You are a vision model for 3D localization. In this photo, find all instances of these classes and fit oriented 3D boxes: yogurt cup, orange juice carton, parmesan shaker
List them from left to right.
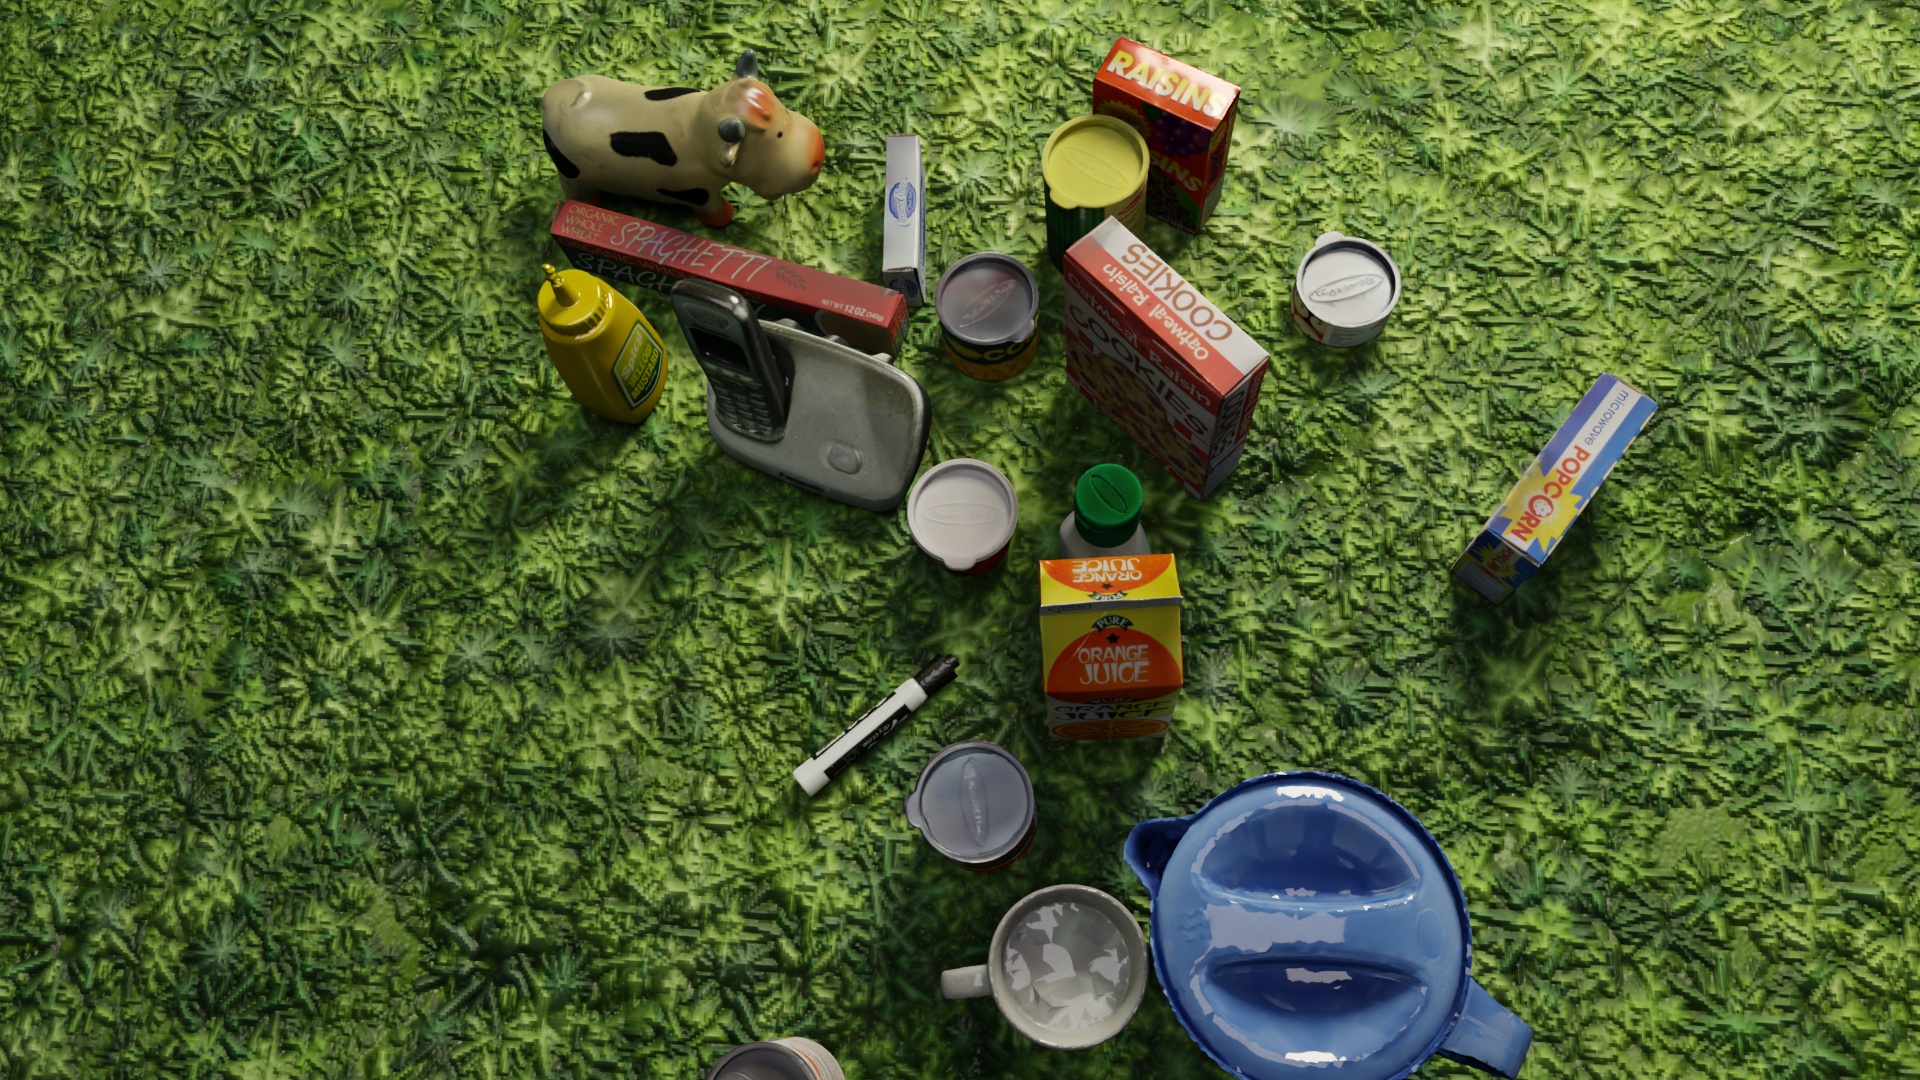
[{"bbox_3d":[0.003,-0.011,0.866,0.072,0.053,0.072,-1,72,4],"label":"yogurt cup"},{"bbox_3d":[0.085,-0.216,0.901,0.071,0.102,0.071,-1,72,4],"label":"parmesan shaker"},{"bbox_3d":[0.081,0.058,0.763,0.072,0.192,0.073,-3,72,4],"label":"orange juice carton"}]

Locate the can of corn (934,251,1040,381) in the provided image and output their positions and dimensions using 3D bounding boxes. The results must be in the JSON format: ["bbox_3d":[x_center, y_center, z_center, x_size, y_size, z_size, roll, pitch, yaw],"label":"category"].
[{"bbox_3d":[0.021,-0.143,0.906,0.071,0.058,0.071,-1,72,4],"label":"can of corn"}]

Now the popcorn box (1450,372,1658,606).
[{"bbox_3d":[0.352,-0.029,0.826,0.038,0.085,0.127,38,79,15],"label":"popcorn box"}]

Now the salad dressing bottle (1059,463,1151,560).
[{"bbox_3d":[0.085,-0.001,0.806,0.044,0.147,0.064,-39,73,-8],"label":"salad dressing bottle"}]

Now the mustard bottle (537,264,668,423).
[{"bbox_3d":[-0.228,-0.127,0.868,0.049,0.159,0.065,19,75,11],"label":"mustard bottle"}]

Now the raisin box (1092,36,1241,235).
[{"bbox_3d":[0.131,-0.260,0.902,0.086,0.123,0.040,29,77,13],"label":"raisin box"}]

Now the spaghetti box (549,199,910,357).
[{"bbox_3d":[-0.156,-0.177,0.937,0.250,0.050,0.029,17,74,10],"label":"spaghetti box"}]

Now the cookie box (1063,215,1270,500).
[{"bbox_3d":[0.117,-0.102,0.827,0.040,0.167,0.123,-42,74,-9],"label":"cookie box"}]

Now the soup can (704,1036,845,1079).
[{"bbox_3d":[-0.102,0.307,0.753,0.071,0.083,0.071,-1,72,4],"label":"soup can"}]

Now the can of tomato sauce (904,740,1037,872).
[{"bbox_3d":[0.009,0.155,0.794,0.071,0.083,0.071,-1,72,4],"label":"can of tomato sauce"}]

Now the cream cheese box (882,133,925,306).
[{"bbox_3d":[-0.037,-0.215,0.937,0.024,0.053,0.104,-1,72,5],"label":"cream cheese box"}]

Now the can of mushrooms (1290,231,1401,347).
[{"bbox_3d":[0.250,-0.164,0.907,0.071,0.033,0.071,-1,72,4],"label":"can of mushrooms"}]
